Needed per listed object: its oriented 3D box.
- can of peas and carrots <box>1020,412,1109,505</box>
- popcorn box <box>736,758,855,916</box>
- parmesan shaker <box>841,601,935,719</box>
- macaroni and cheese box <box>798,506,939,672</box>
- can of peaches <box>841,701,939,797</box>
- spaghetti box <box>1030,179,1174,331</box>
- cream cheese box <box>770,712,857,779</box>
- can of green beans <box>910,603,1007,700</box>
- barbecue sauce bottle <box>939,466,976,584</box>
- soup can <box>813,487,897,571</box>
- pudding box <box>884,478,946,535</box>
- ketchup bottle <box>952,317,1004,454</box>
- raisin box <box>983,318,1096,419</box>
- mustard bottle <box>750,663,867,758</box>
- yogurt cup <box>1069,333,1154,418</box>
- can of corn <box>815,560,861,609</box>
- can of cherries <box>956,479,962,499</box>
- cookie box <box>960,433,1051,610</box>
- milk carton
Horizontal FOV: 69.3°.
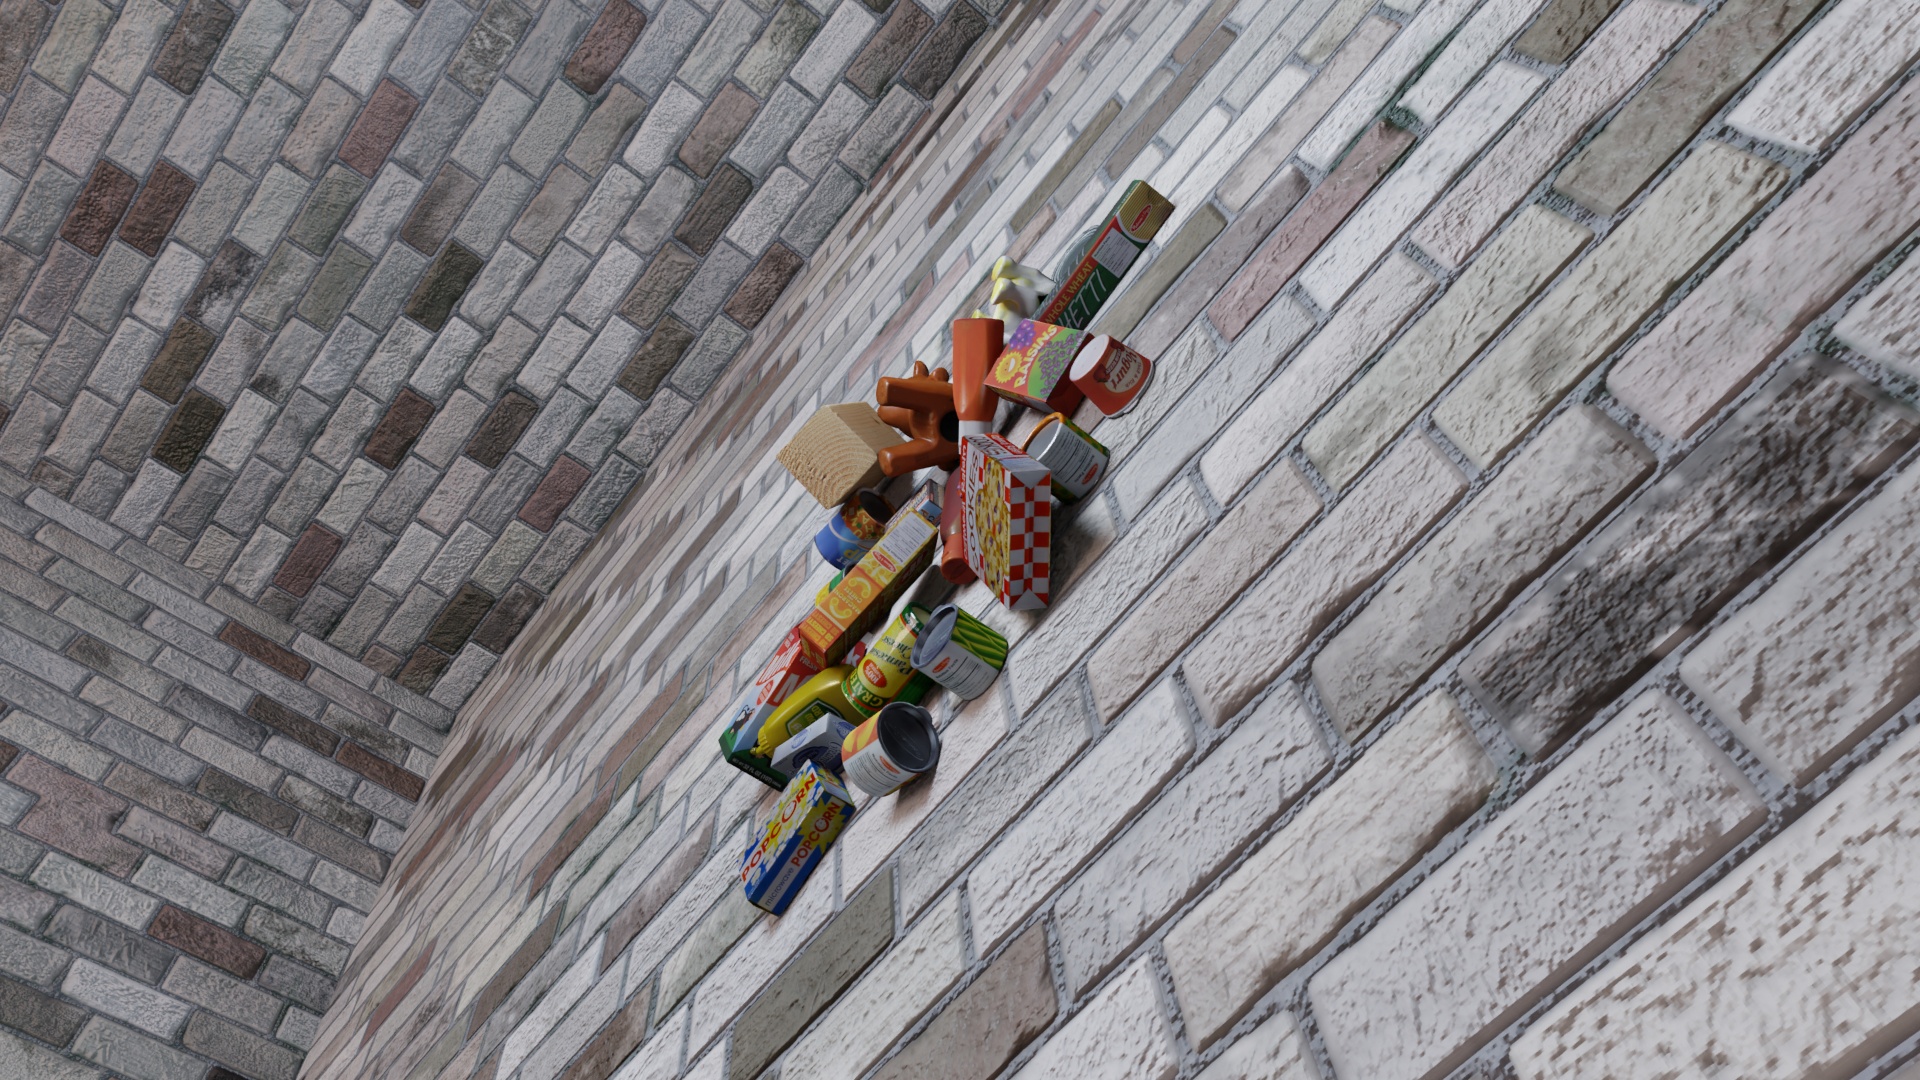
[{"bbox_3d":[0.092,-0.075,1.276,0.070,0.058,0.071,-45,22,24],"label":"can of peas and carrots"},{"bbox_3d":[-0.157,0.278,1.308,0.126,0.038,0.085,-55,19,0],"label":"popcorn box"},{"bbox_3d":[-0.055,0.114,1.292,0.103,0.071,0.071,-51,20,12],"label":"parmesan shaker"},{"bbox_3d":[-0.093,0.053,1.399,0.167,0.040,0.123,-47,-8,-15],"label":"macaroni and cheese box"},{"bbox_3d":[-0.060,0.181,1.206,0.057,0.071,0.071,-40,25,39],"label":"can of peaches"},{"bbox_3d":[0.136,-0.277,1.511,0.249,0.050,0.029,-53,18,6],"label":"spaghetti box"},{"bbox_3d":[-0.135,0.205,1.354,0.103,0.053,0.024,-37,31,42],"label":"cream cheese box"},{"bbox_3d":[-0.001,0.097,1.213,0.071,0.058,0.071,-46,22,25],"label":"can of green beans"},{"bbox_3d":[0.005,-0.018,1.405,0.064,0.043,0.149,-43,23,34],"label":"barbecue sauce bottle"},{"bbox_3d":[-0.122,-0.011,1.655,0.083,0.071,0.072,-44,23,27],"label":"soup can"},{"bbox_3d":[-0.050,-0.024,1.558,0.083,0.030,0.050,-45,23,26],"label":"pudding box"},{"bbox_3d":[0.017,-0.167,1.515,0.064,0.043,0.148,8,97,53],"label":"ketchup bottle"},{"bbox_3d":[0.087,-0.179,1.438,0.086,0.040,0.123,-58,33,-3],"label":"raisin box"},{"bbox_3d":[-0.156,0.184,1.397,0.159,0.065,0.049,-35,17,27],"label":"mustard bottle"},{"bbox_3d":[0.140,-0.157,1.304,0.072,0.054,0.073,-46,21,23],"label":"yogurt cup"},{"bbox_3d":[-0.115,0.063,1.519,0.058,0.071,0.071,-41,24,35],"label":"can of corn"},{"bbox_3d":[0.037,-0.054,1.366,0.071,0.058,0.072,-45,22,25],"label":"can of cherries"},{"bbox_3d":[0.037,-0.021,1.246,0.168,0.040,0.122,-133,41,-70],"label":"cookie box"},{"bbox_3d":[-0.173,0.162,1.482,0.190,0.072,0.073,-56,19,-2],"label":"milk carton"}]
